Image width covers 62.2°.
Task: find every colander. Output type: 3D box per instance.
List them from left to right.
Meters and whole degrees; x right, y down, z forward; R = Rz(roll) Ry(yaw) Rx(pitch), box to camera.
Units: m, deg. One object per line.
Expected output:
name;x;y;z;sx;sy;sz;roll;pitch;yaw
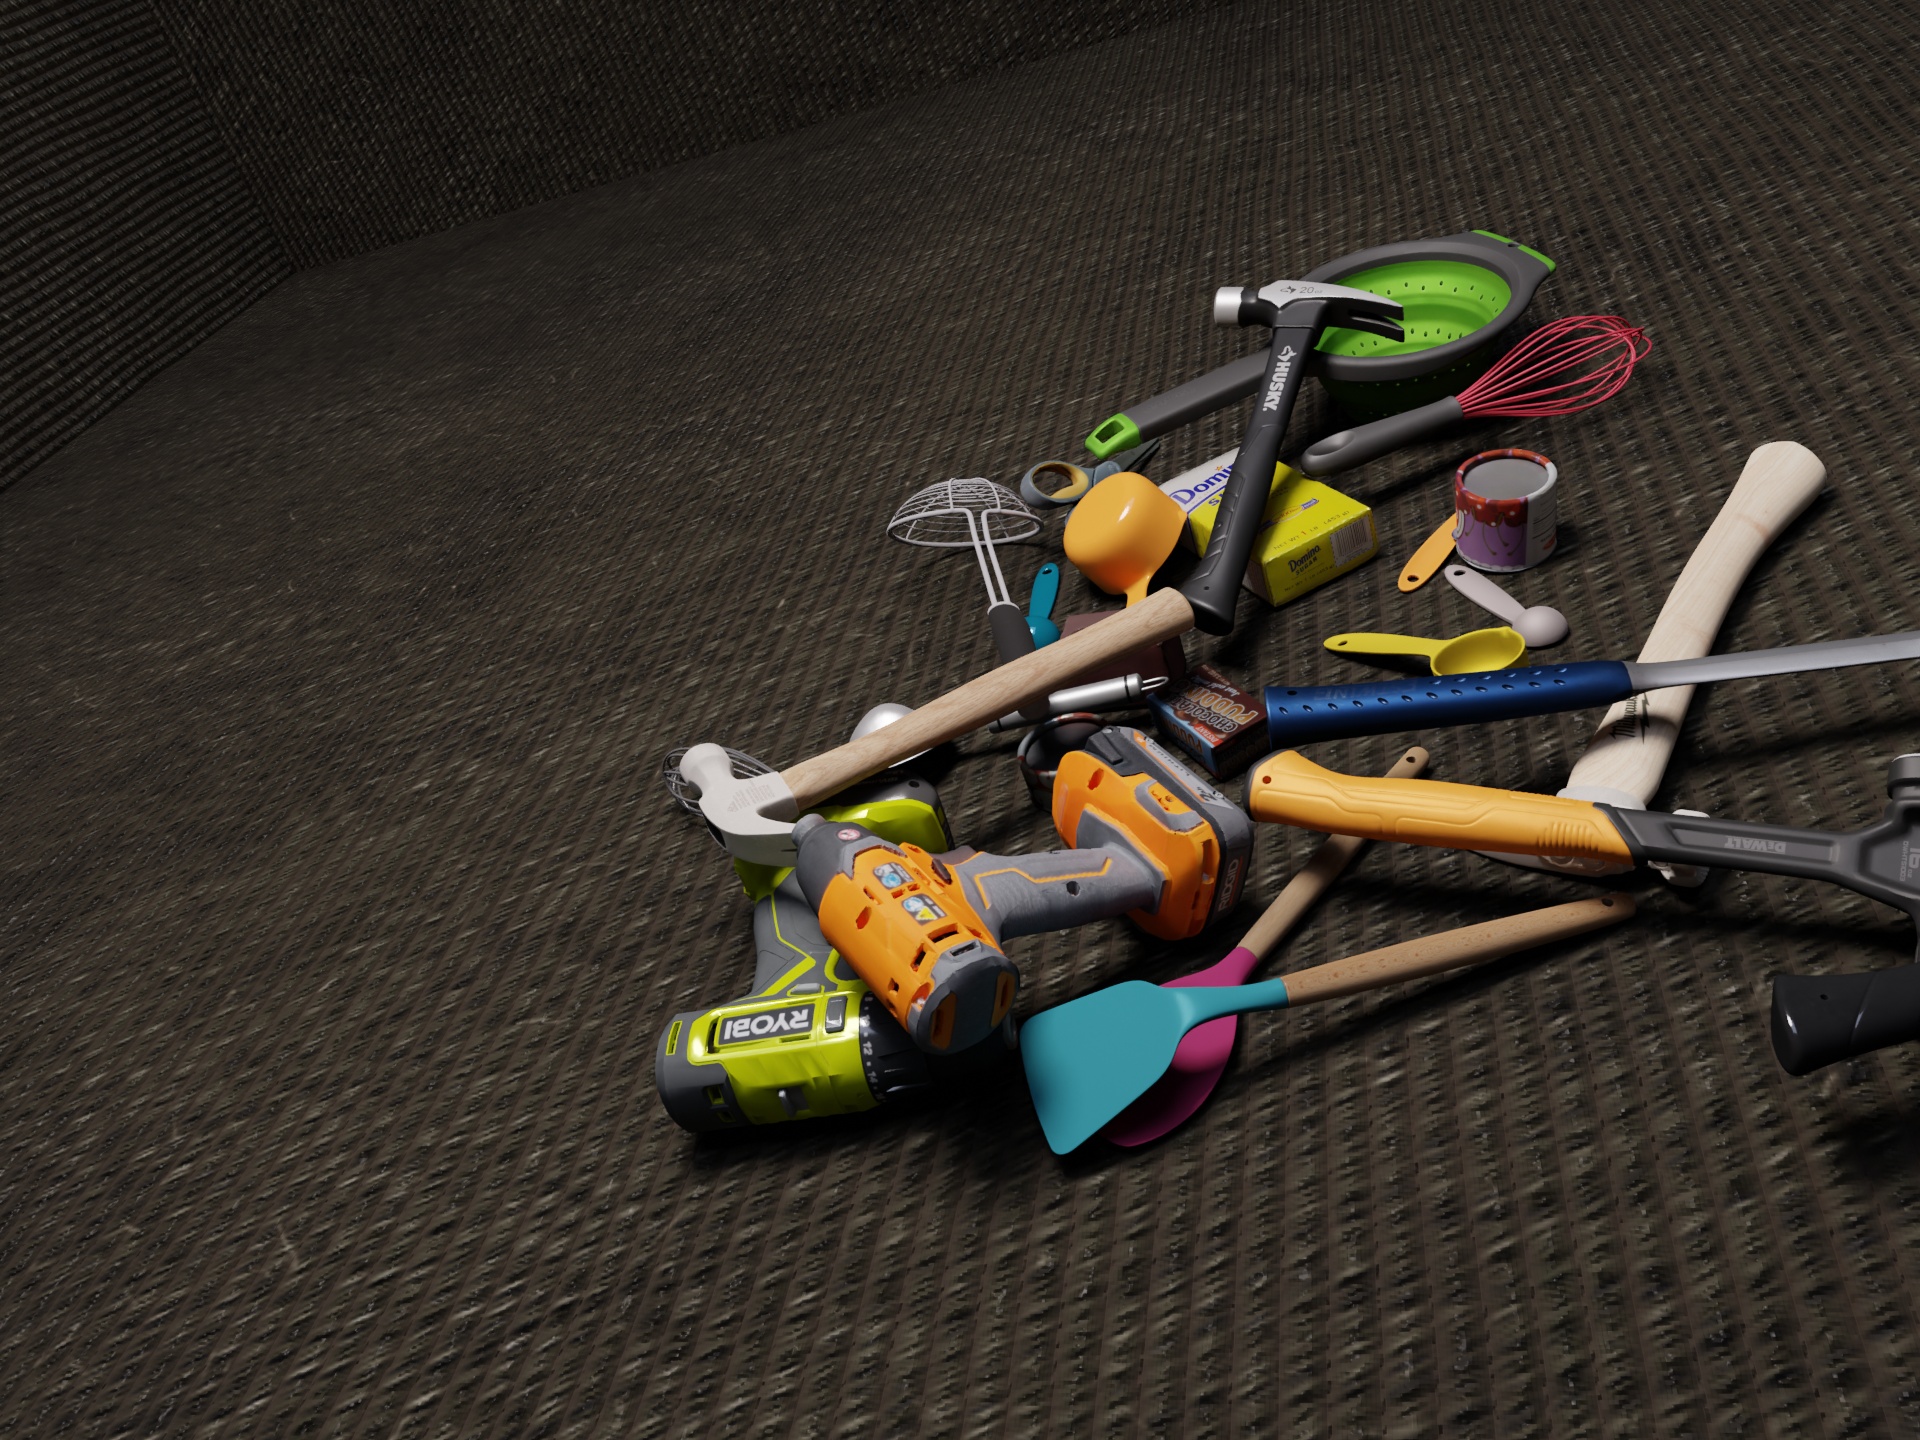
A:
colander;0.287;-0.269;1.283;0.397;0.094;0.205;-25;38;-8

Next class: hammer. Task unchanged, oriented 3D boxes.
hammer;-0.002;-0.003;0.977;0.331;0.031;0.130;-25;39;-14
hammer;0.222;-0.196;1.147;0.146;0.035;0.335;7;56;23
hammer;0.301;0.061;0.793;0.337;0.034;0.127;6;63;30
hammer;0.370;-0.021;0.854;0.405;0.035;0.144;-7;36;10
hammer;0.424;-0.053;0.952;0.146;0.038;0.411;8;42;39
hammer;0.530;0.084;0.650;0.409;0.036;0.149;-13;34;-1

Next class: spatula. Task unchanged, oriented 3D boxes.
spatula;0.187;0.136;0.801;0.317;0.044;0.082;-13;42;-4

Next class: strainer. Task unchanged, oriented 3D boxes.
strainer;0.016;-0.001;1.086;0.258;0.050;0.087;-13;14;14

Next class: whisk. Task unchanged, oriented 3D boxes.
whisk;-0.111;0.055;1.087;0.239;0.055;0.055;9;43;32
whisk;0.390;-0.240;1.201;0.296;0.073;0.073;-21;32;-9

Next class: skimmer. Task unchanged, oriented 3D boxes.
skimmer;0.022;-0.085;1.178;0.127;0.090;0.364;-1;34;-9

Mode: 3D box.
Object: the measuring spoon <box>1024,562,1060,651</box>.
measuring spoon;0.059;-0.092;1.224;0.042;0.021;0.129;-9;35;18

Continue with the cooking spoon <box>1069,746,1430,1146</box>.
cooking spoon;0.170;0.112;0.864;0.069;0.017;0.319;25;53;35

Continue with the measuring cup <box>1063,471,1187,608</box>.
measuring cup;0.115;-0.115;1.179;0.095;0.052;0.174;-33;32;36

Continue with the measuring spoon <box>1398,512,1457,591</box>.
measuring spoon;0.342;-0.124;1.128;0.021;0.011;0.117;24;55;34

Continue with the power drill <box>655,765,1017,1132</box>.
power drill;-0.062;0.130;0.917;0.190;0.080;0.229;-10;36;10

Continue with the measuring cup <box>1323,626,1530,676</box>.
measuring cup;0.294;-0.036;1.018;0.062;0.029;0.157;-36;24;-23

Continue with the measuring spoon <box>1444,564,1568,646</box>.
measuring spoon;0.355;-0.083;1.049;0.034;0.018;0.124;-24;32;-5

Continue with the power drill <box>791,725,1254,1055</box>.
power drill;0.027;0.078;0.860;0.226;0.084;0.164;-18;41;-32
